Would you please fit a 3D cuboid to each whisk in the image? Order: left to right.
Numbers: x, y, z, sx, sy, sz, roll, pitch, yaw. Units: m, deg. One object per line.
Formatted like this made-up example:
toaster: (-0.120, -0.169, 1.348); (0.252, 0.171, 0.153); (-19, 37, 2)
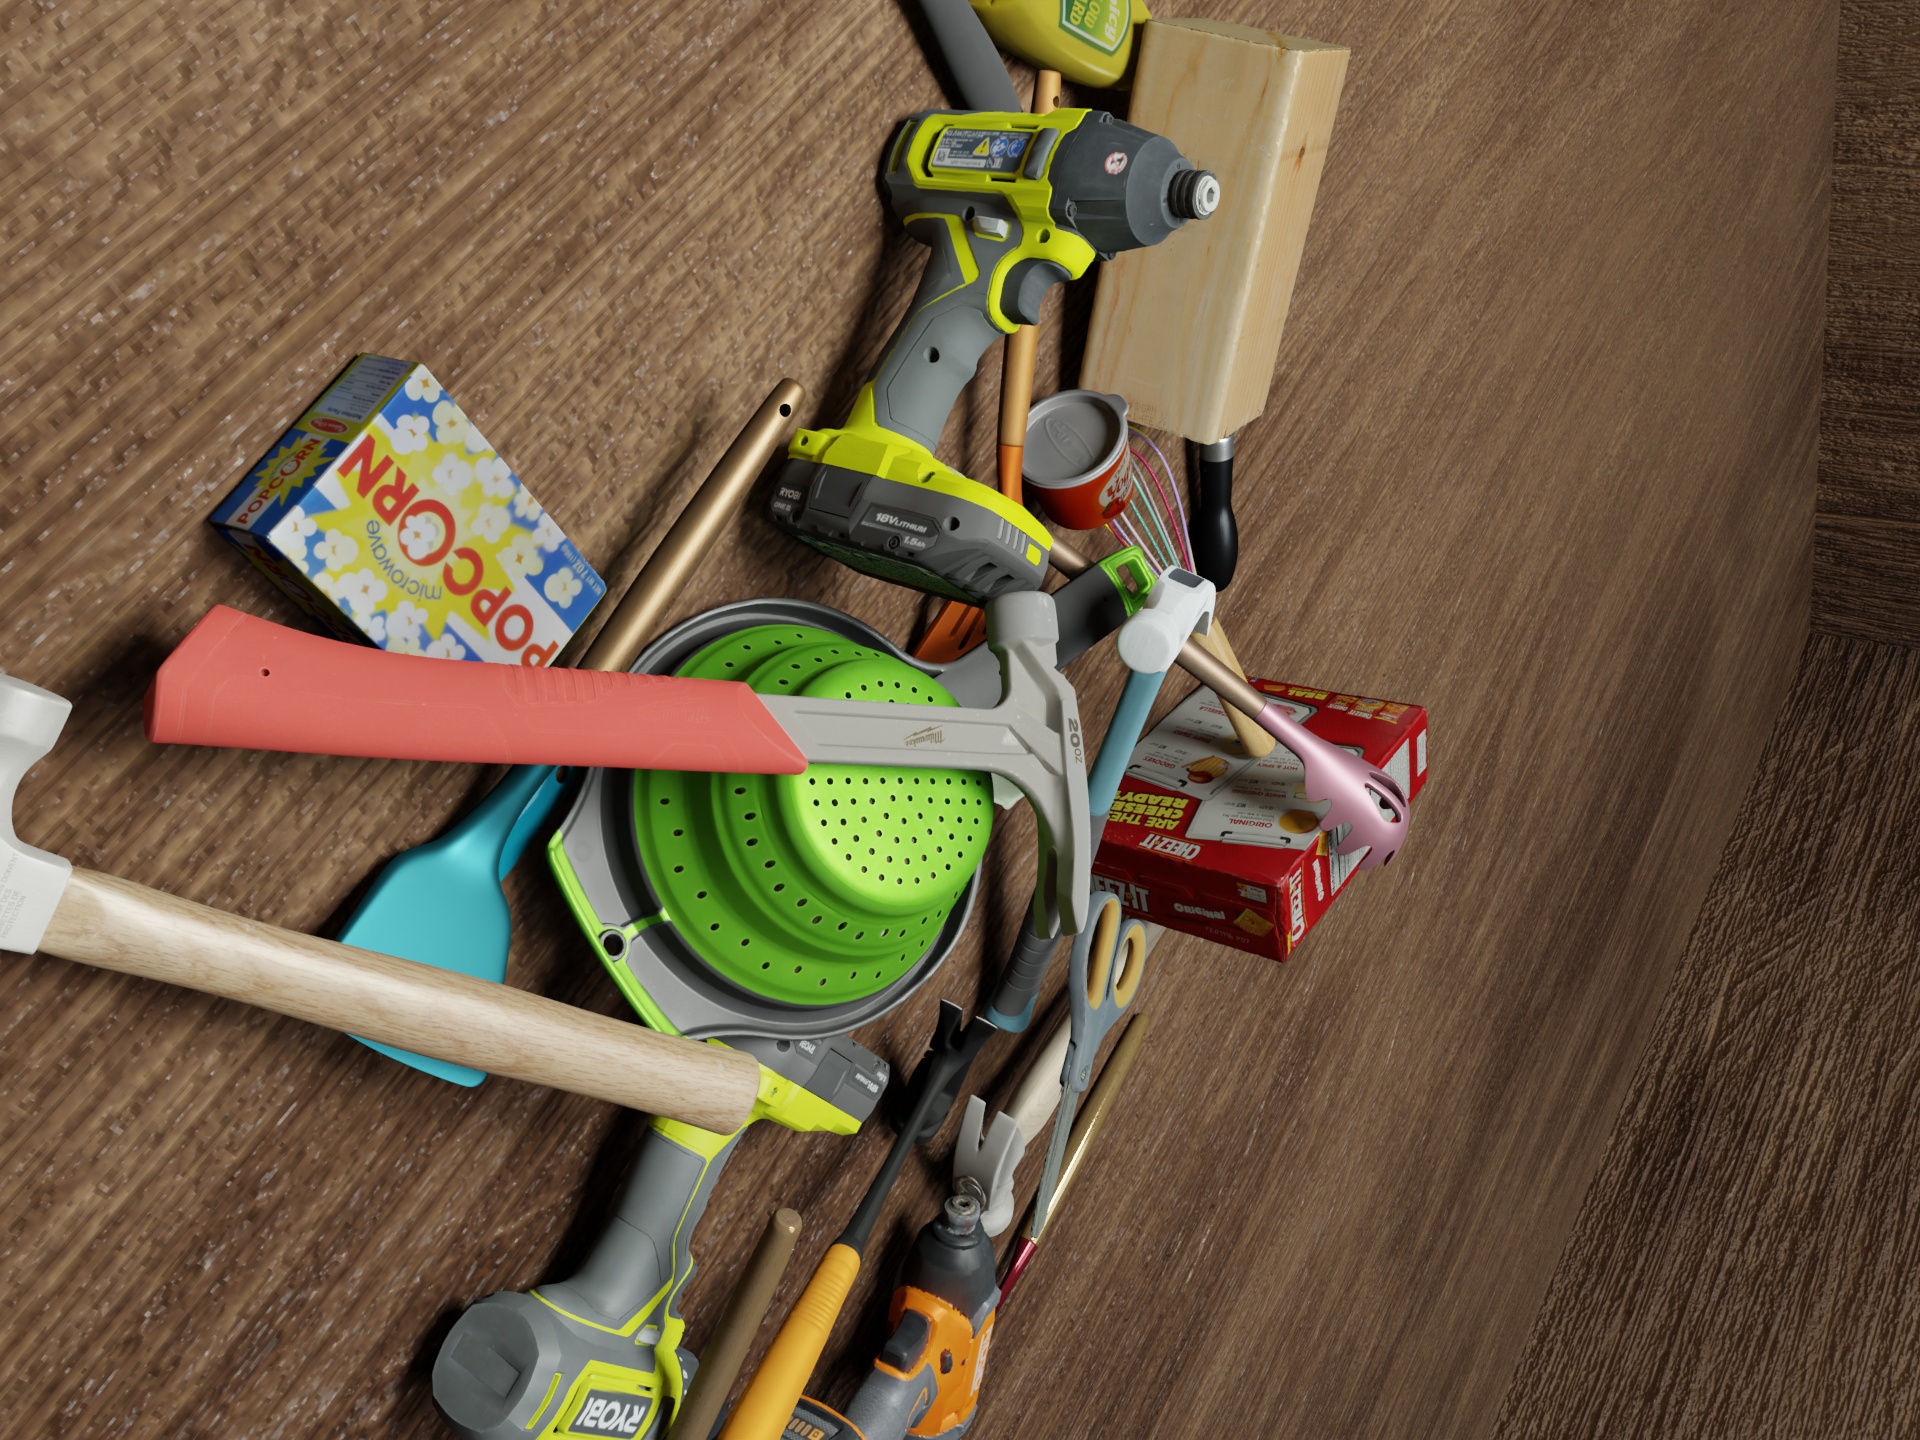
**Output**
whisk: (-0.016, -0.349, 0.731); (0.055, 0.055, 0.238); (-63, 147, -16)
whisk: (0.136, -0.076, 0.989); (0.047, 0.051, 0.244); (-35, 113, -12)
whisk: (0.164, -0.208, 1.024); (0.070, 0.070, 0.284); (-39, 137, -39)

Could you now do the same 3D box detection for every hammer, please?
hammer: (-0.210, 0.102, 0.574); (0.331, 0.031, 0.130); (28, 81, -38)
hammer: (-0.104, 0.010, 0.595); (0.359, 0.037, 0.149); (3, 75, -33)
hammer: (-0.071, 0.294, 0.796); (0.337, 0.034, 0.127); (-58, 173, -42)
hammer: (0.072, 0.057, 0.908); (0.128, 0.033, 0.330); (-48, 161, -55)
hammer: (0.116, 0.150, 1.071); (0.411, 0.038, 0.146); (-50, 157, -34)

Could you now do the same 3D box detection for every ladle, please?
ladle: (0.060, 0.336, 1.096); (0.315, 0.031, 0.069); (-58, 164, -26)

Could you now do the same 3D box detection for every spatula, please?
spatula: (-0.146, -0.010, 0.645); (0.082, 0.044, 0.317); (39, 77, -34)
spatula: (0.021, -0.172, 0.841); (0.081, 0.041, 0.322); (-12, 113, -50)

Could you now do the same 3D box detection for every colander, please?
colander: (-0.001, -0.002, 0.754); (0.397, 0.094, 0.204); (-36, 100, -38)

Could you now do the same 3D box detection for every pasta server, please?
pasta server: (0.150, -0.020, 0.938); (0.316, 0.040, 0.060); (37, 53, -10)

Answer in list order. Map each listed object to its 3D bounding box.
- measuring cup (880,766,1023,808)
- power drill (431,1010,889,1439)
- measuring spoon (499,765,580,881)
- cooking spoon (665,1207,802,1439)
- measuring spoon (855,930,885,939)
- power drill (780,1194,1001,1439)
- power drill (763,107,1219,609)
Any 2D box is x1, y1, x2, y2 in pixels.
measuring cup: (-0.010, 0.011, 0.878); (0.167, 0.038, 0.083); (-8, 112, -48)
power drill: (-0.129, 0.246, 0.767); (0.228, 0.080, 0.190); (-61, 148, -15)
measuring spoon: (-0.190, 0.063, 0.661); (0.129, 0.021, 0.042); (-58, 141, -22)
cooking spoon: (-0.133, 0.345, 0.738); (0.318, 0.017, 0.069); (-66, 168, 23)
measuring spoon: (-0.029, 0.105, 0.908); (0.124, 0.018, 0.034); (-2, 104, -60)
power drill: (-0.048, 0.377, 0.890); (0.226, 0.084, 0.164); (-28, 132, -59)
power drill: (0.012, -0.171, 0.729); (0.080, 0.171, 0.223); (26, 84, -53)
